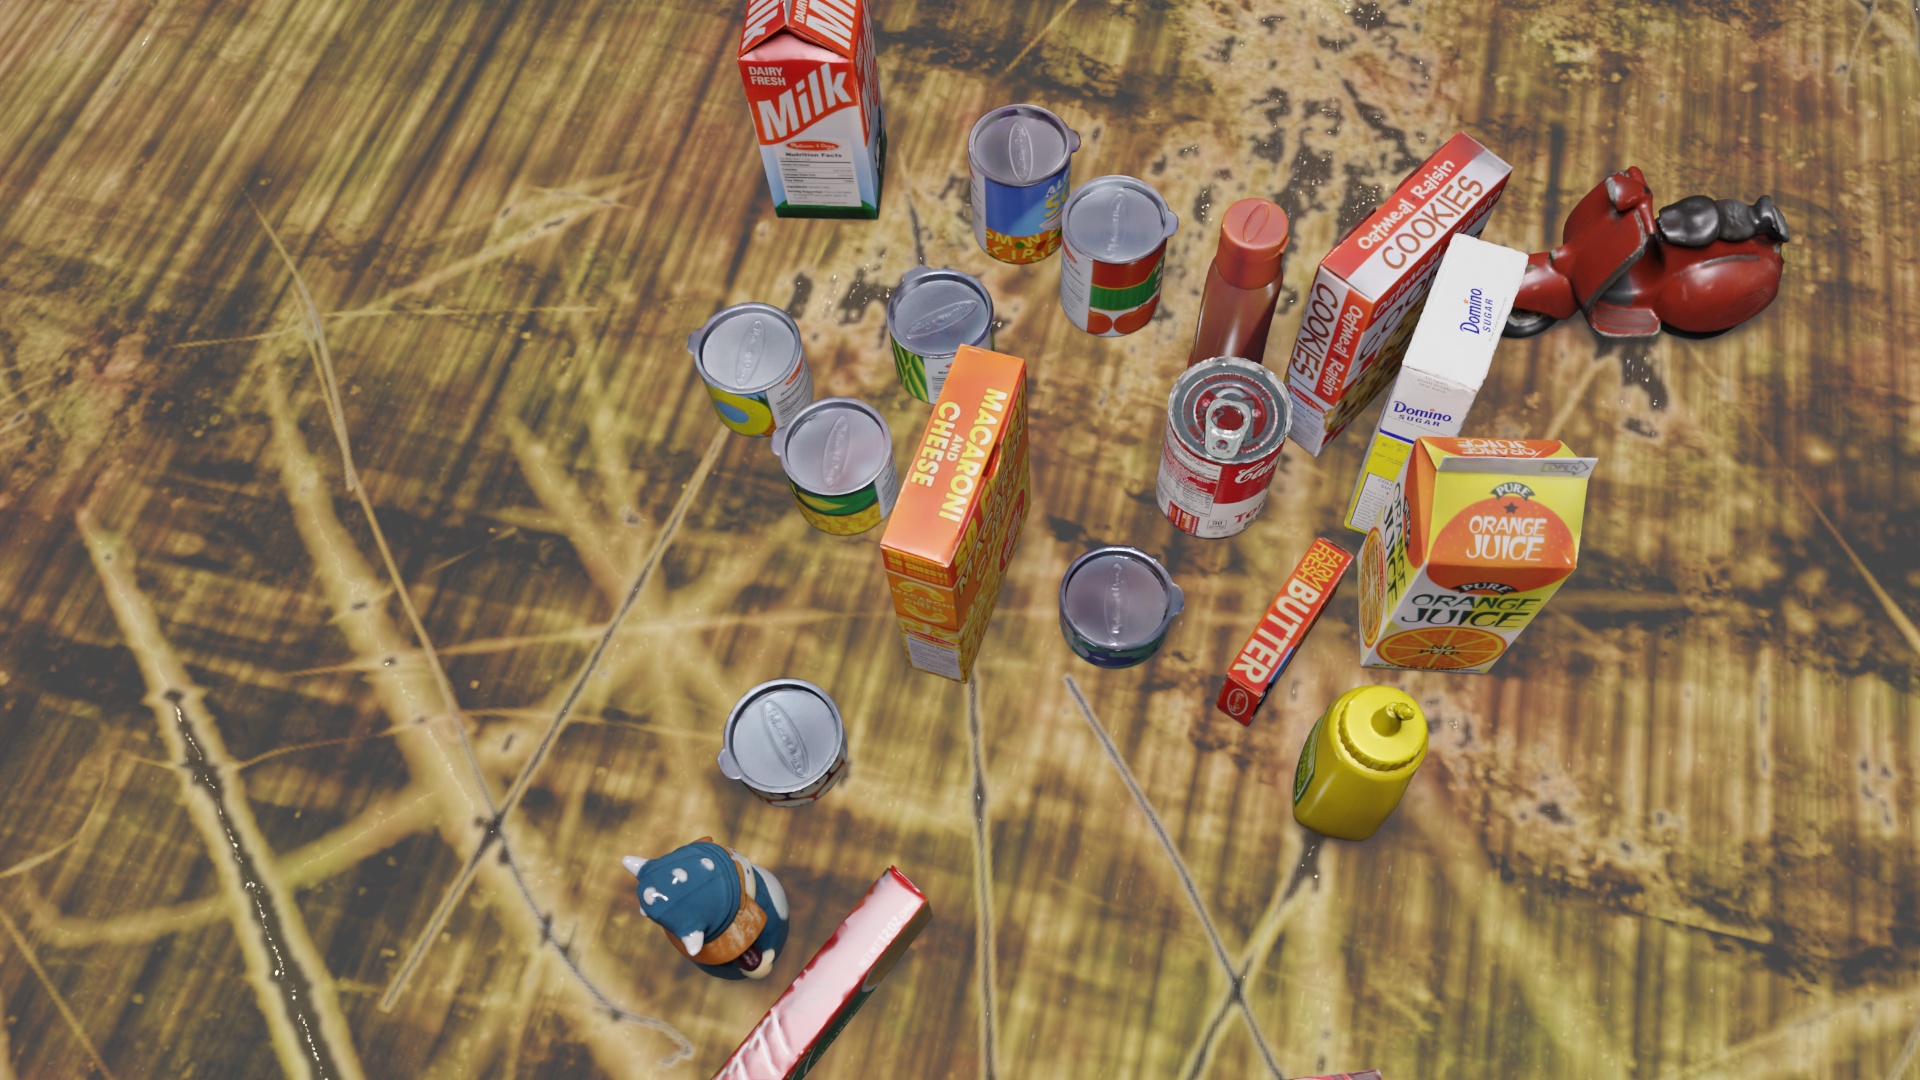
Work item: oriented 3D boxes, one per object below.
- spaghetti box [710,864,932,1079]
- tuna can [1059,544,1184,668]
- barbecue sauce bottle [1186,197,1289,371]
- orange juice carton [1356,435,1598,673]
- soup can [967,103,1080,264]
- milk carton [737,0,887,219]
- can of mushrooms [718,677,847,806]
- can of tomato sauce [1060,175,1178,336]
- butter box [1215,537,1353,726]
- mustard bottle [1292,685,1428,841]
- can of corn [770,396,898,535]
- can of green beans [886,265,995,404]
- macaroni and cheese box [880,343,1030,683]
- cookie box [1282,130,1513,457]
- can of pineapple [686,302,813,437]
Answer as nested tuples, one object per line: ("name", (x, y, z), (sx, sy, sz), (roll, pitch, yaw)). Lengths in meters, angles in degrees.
("spaghetti box", (-0.104, 0.271, 0.691), (0.029, 0.050, 0.251), (36, 71, 18))
("tuna can", (0.092, 0.039, 0.803), (0.071, 0.032, 0.071), (-1, 64, 2))
("barbecue sauce bottle", (0.165, -0.142, 0.823), (0.044, 0.148, 0.065), (25, 68, 14))
("orange juice carton", (0.262, 0.003, 0.724), (0.072, 0.192, 0.073), (3, 65, 4))
("soup can", (0.042, -0.232, 0.909), (0.071, 0.083, 0.071), (-1, 64, 2))
("milk carton", (-0.093, -0.293, 0.886), (0.073, 0.189, 0.072), (2, 65, 4))
("can of mushrooms", (-0.099, 0.114, 0.776), (0.071, 0.033, 0.071), (-1, 64, 2))
("can of tomato sauce", (0.099, -0.179, 0.881), (0.071, 0.082, 0.071), (-1, 64, 2))
("butter box", (0.182, 0.051, 0.782), (0.024, 0.053, 0.104), (32, 70, 17))
("mustard bottle", (0.202, 0.105, 0.695), (0.049, 0.159, 0.065), (15, 66, 10))
("can of corn", (-0.075, -0.044, 0.838), (0.071, 0.058, 0.071), (-1, 64, 2))
("can of green beans", (-0.011, -0.128, 0.875), (0.071, 0.057, 0.071), (-1, 64, 2))
("macaroni and cheese box", (0.003, -0.009, 0.757), (0.040, 0.165, 0.124), (16, 66, 10))
("cookie box", (0.245, -0.138, 0.807), (0.040, 0.166, 0.123), (41, 73, 19))
("can of pineapple", (-0.130, -0.107, 0.871), (0.071, 0.057, 0.071), (-1, 64, 2))
